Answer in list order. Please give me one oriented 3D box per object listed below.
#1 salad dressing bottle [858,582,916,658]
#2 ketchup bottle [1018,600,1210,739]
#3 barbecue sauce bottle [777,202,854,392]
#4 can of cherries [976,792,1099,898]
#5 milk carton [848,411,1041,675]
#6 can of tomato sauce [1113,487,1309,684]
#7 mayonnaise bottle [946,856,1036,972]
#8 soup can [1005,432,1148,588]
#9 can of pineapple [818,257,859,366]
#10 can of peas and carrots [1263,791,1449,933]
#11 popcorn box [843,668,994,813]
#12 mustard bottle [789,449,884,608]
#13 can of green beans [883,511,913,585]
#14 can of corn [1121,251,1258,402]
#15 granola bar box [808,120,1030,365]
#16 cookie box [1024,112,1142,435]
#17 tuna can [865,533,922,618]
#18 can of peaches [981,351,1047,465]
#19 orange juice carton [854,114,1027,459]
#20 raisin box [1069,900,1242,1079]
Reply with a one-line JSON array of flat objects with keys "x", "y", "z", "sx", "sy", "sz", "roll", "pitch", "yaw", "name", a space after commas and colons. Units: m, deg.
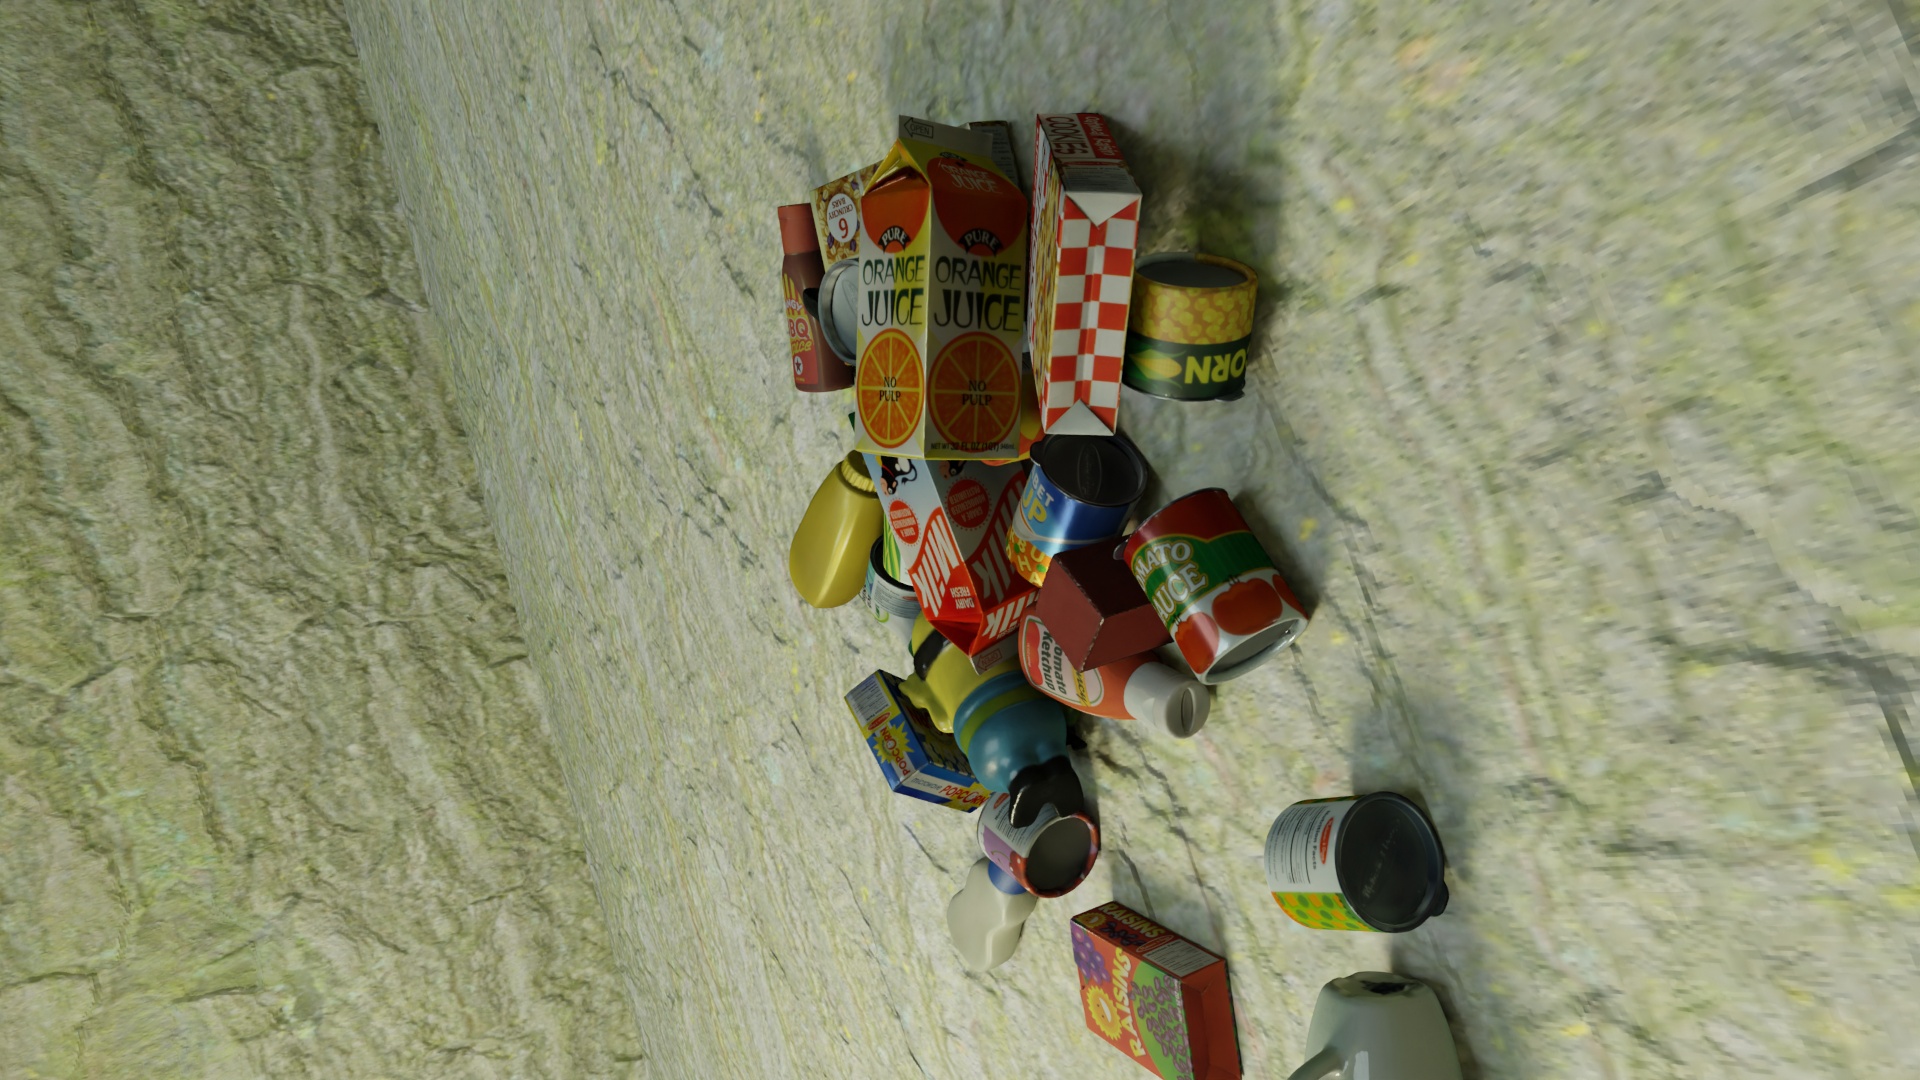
[{"x": -0.043, "y": 0.053, "z": 1.093, "sx": 0.148, "sy": 0.044, "sz": 0.064, "roll": 52, "pitch": 141, "yaw": 37, "name": "salad dressing bottle"}, {"x": 0.093, "y": 0.081, "z": 0.859, "sx": 0.149, "sy": 0.044, "sz": 0.064, "roll": 22, "pitch": 121, "yaw": 56, "name": "ketchup bottle"}, {"x": -0.118, "y": -0.195, "z": 1.116, "sx": 0.065, "sy": 0.044, "sz": 0.148, "roll": 18, "pitch": 118, "yaw": 59, "name": "barbecue sauce bottle"}, {"x": 0.056, "y": 0.208, "z": 0.967, "sx": 0.058, "sy": 0.072, "sz": 0.071, "roll": 26, "pitch": 125, "yaw": 54, "name": "can of cherries"}, {"x": 0.003, "y": -0.012, "z": 0.921, "sx": 0.073, "sy": 0.072, "sz": 0.190, "roll": -10, "pitch": 103, "yaw": 57, "name": "milk carton"}, {"x": 0.132, "y": 0.025, "z": 0.731, "sx": 0.083, "sy": 0.071, "sz": 0.070, "roll": 61, "pitch": 149, "yaw": 25, "name": "can of tomato sauce"}, {"x": 0.030, "y": 0.274, "z": 1.070, "sx": 0.065, "sy": 0.041, "sz": 0.147, "roll": 56, "pitch": 145, "yaw": 29, "name": "mayonnaise bottle"}, {"x": 0.065, "y": -0.019, "z": 0.832, "sx": 0.071, "sy": 0.071, "sz": 0.083, "roll": 58, "pitch": 148, "yaw": 30, "name": "soup can"}, {"x": -0.046, "y": -0.147, "z": 0.872, "sx": 0.071, "sy": 0.058, "sz": 0.070, "roll": 18, "pitch": 115, "yaw": 42, "name": "can of pineapple"}, {"x": 0.195, "y": 0.161, "z": 0.687, "sx": 0.058, "sy": 0.071, "sz": 0.071, "roll": -29, "pitch": 78, "yaw": 62, "name": "can of peas and carrots"}, {"x": -0.025, "y": 0.151, "z": 1.033, "sx": 0.038, "sy": 0.126, "sz": 0.085, "roll": -40, "pitch": 59, "yaw": 11, "name": "popcorn box"}, {"x": -0.084, "y": -0.020, "z": 1.061, "sx": 0.065, "sy": 0.049, "sz": 0.159, "roll": 53, "pitch": 132, "yaw": 32, "name": "mustard bottle"}, {"x": -0.023, "y": -0.007, "z": 1.005, "sx": 0.071, "sy": 0.071, "sz": 0.057, "roll": 41, "pitch": 137, "yaw": 47, "name": "can of green beans"}, {"x": 0.116, "y": -0.108, "z": 0.702, "sx": 0.071, "sy": 0.071, "sz": 0.058, "roll": 39, "pitch": 135, "yaw": 49, "name": "can of corn"}, {"x": -0.024, "y": -0.190, "z": 0.911, "sx": 0.165, "sy": 0.039, "sz": 0.124, "roll": -6, "pitch": 97, "yaw": 48, "name": "granola bar box"}, {"x": 0.061, "y": -0.146, "z": 0.733, "sx": 0.168, "sy": 0.040, "sz": 0.122, "roll": -93, "pitch": 5, "yaw": -61, "name": "cookie box"}, {"x": -0.037, "y": 0.023, "z": 1.049, "sx": 0.071, "sy": 0.071, "sz": 0.032, "roll": 54, "pitch": 146, "yaw": 34, "name": "tuna can"}, {"x": 0.039, "y": -0.081, "z": 0.865, "sx": 0.071, "sy": 0.058, "sz": 0.071, "roll": 34, "pitch": 131, "yaw": 51, "name": "can of peaches"}, {"x": -0.011, "y": -0.144, "z": 0.807, "sx": 0.073, "sy": 0.072, "sz": 0.192, "roll": 9, "pitch": 99, "yaw": 52, "name": "orange juice carton"}, {"x": 0.125, "y": 0.298, "z": 0.908, "sx": 0.123, "sy": 0.040, "sz": 0.086, "roll": 10, "pitch": 112, "yaw": 61, "name": "raisin box"}]
